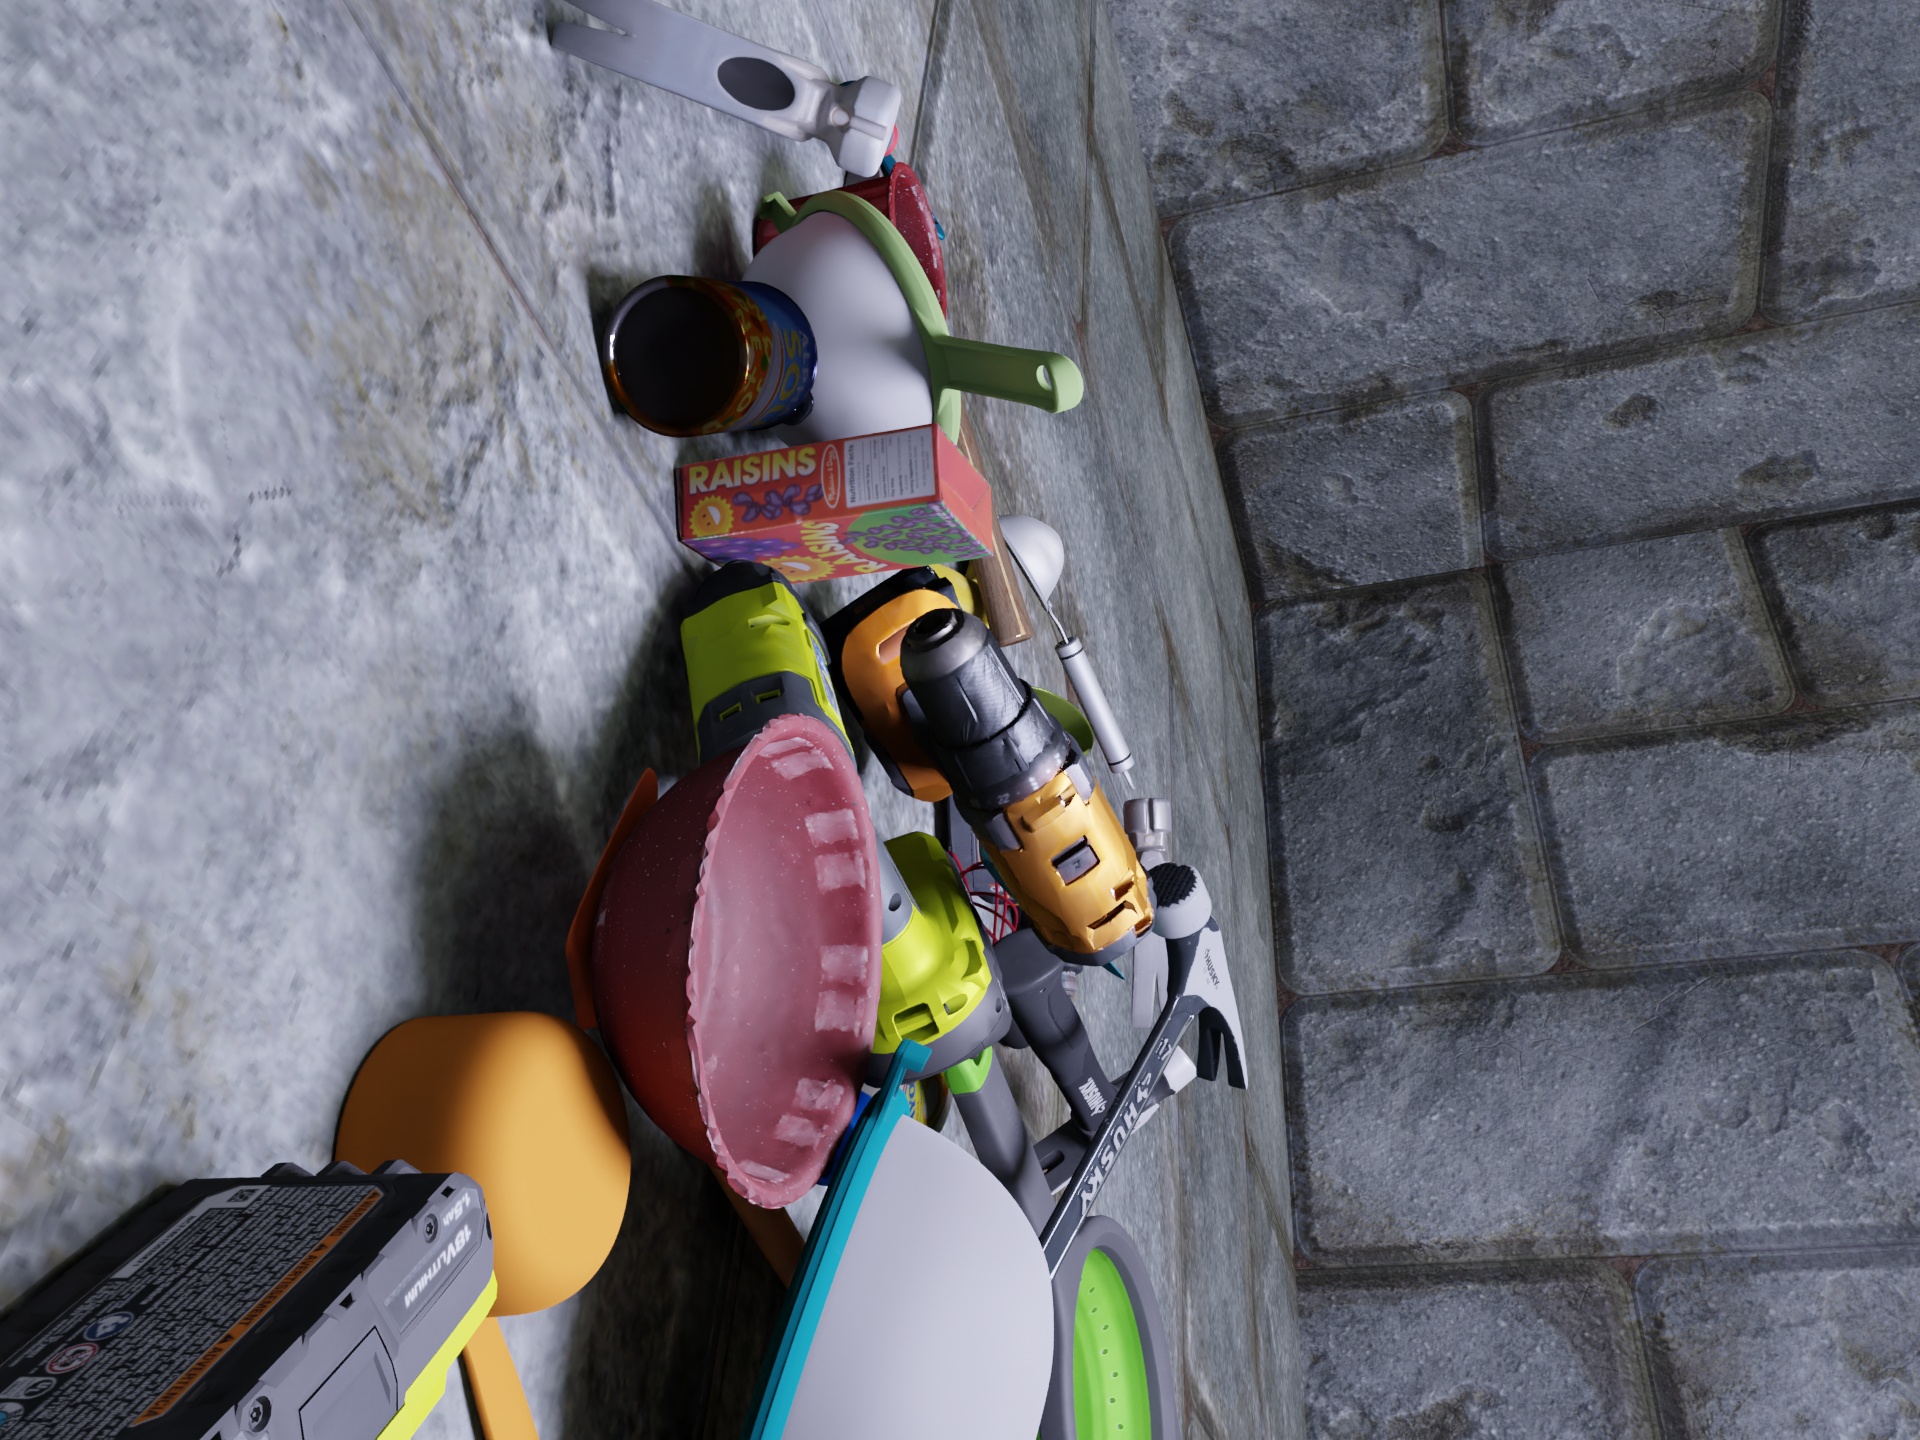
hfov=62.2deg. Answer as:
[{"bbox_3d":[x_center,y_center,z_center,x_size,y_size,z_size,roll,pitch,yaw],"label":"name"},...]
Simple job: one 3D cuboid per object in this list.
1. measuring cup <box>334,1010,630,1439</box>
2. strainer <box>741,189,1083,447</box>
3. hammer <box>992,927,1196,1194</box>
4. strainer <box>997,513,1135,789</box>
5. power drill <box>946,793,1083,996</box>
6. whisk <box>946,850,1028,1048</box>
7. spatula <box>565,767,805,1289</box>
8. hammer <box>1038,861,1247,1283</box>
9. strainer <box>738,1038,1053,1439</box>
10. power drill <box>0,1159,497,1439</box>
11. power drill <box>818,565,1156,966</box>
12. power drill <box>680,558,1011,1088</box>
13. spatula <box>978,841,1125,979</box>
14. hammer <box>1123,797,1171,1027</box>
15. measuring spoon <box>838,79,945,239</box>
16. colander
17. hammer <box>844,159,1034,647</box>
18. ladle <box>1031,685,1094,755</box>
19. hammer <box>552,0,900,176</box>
[{"bbox_3d":[-0.125,0.170,0.473,0.095,0.052,0.173,-40,119,-72],"label":"measuring cup"},{"bbox_3d":[-0.041,-0.159,0.732,0.257,0.069,0.151,28,-43,54],"label":"strainer"},{"bbox_3d":[0.058,0.196,0.912,0.035,0.146,0.334,48,-9,29],"label":"hammer"},{"bbox_3d":[0.077,-0.061,1.154,0.087,0.050,0.258,-109,173,-73],"label":"strainer"},{"bbox_3d":[0.052,0.096,1.100,0.226,0.084,0.164,54,31,-67],"label":"power drill"},{"bbox_3d":[0.015,0.155,0.983,0.295,0.073,0.073,67,20,-61],"label":"whisk"},{"bbox_3d":[-0.091,0.159,0.625,0.081,0.041,0.322,-74,153,-46],"label":"spatula"},{"bbox_3d":[0.037,0.261,0.748,0.409,0.036,0.149,-54,135,-34],"label":"hammer"},{"bbox_3d":[-0.036,0.299,0.551,0.210,0.095,0.341,98,9,-51],"label":"strainer"},{"bbox_3d":[-0.137,0.223,0.365,0.190,0.080,0.228,-50,133,-69],"label":"power drill"},{"bbox_3d":[-0.001,-0.002,0.767,0.185,0.084,0.226,59,-6,-31],"label":"power drill"},{"bbox_3d":[-0.057,0.042,0.711,0.171,0.080,0.223,-111,178,-53],"label":"power drill"},{"bbox_3d":[0.019,0.025,0.924,0.082,0.044,0.318,50,15,-39],"label":"spatula"},{"bbox_3d":[0.121,0.139,1.205,0.359,0.036,0.149,105,-16,-85],"label":"hammer"},{"bbox_3d":[-0.038,-0.361,1.014,0.129,0.021,0.042,58,28,13],"label":"measuring spoon"},{"bbox_3d":[0.024,0.319,0.865,0.205,0.094,0.396,-67,140,-59],"label":"colander"},{"bbox_3d":[-0.011,-0.209,1.048,0.130,0.031,0.331,-16,89,-72],"label":"hammer"},{"bbox_3d":[0.039,-0.024,1.079,0.078,0.062,0.320,42,-3,17],"label":"ladle"},{"bbox_3d":[-0.089,-0.321,0.820,0.386,0.143,0.038,-83,-166,-72],"label":"hammer"}]
